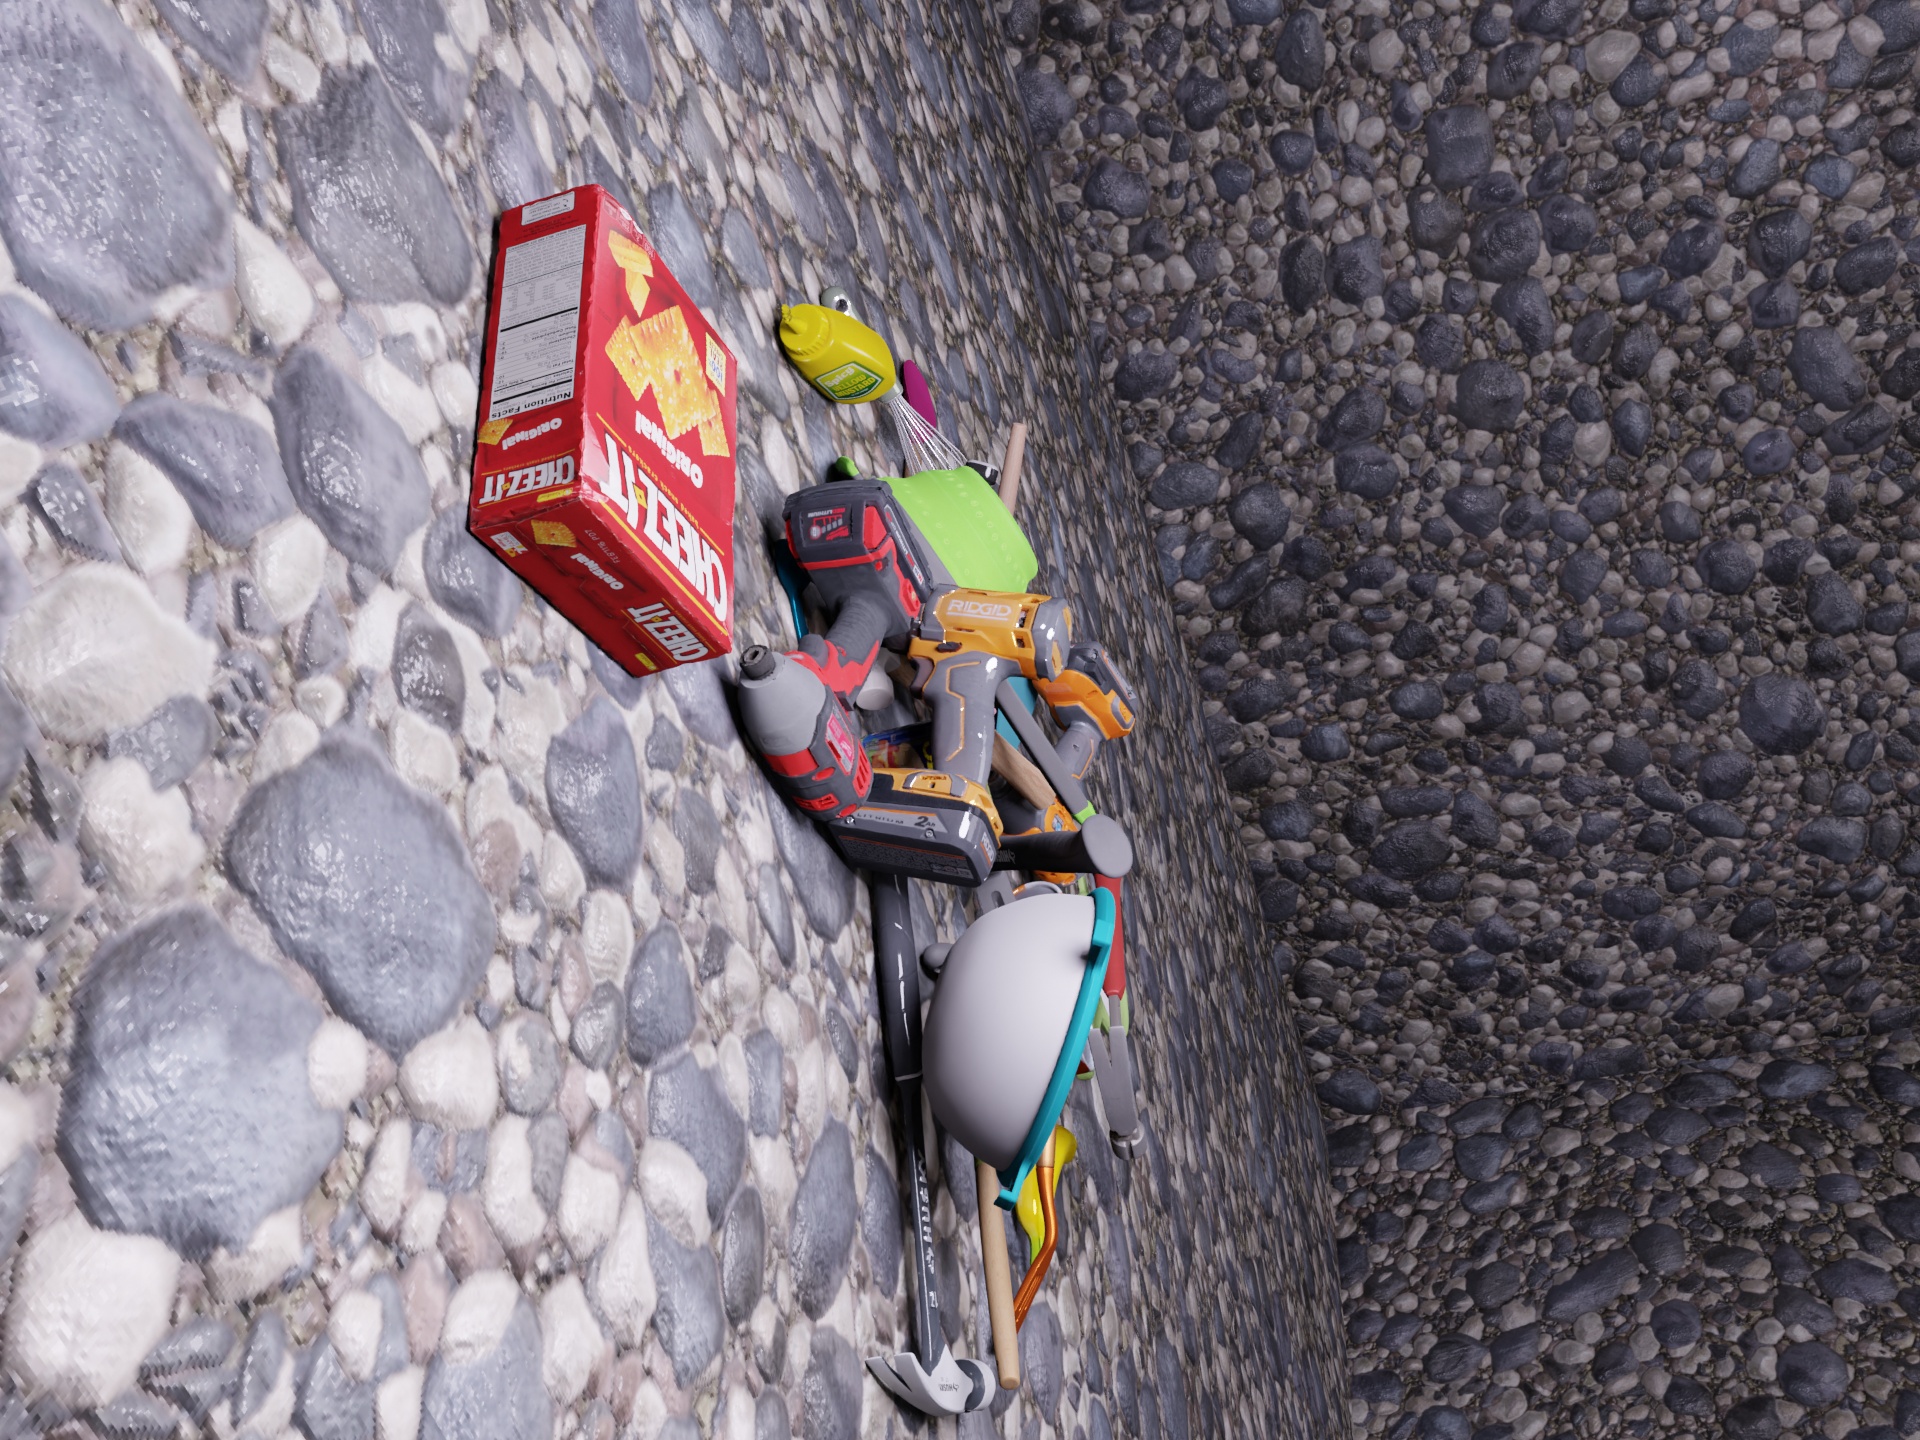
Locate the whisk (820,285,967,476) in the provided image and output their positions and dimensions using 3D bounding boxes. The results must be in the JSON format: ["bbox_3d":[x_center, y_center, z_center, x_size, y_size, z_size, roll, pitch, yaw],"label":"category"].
[{"bbox_3d":[-0.060,-0.295,1.471,0.246,0.058,0.059,57,-10,-31],"label":"whisk"}]

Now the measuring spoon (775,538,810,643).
[{"bbox_3d":[-0.109,-0.073,1.168,0.042,0.021,0.128,-14,90,-75],"label":"measuring spoon"}]

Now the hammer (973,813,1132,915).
[{"bbox_3d":[0.061,0.109,1.246,0.335,0.035,0.146,163,-90,-73],"label":"hammer"}]

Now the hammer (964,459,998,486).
[{"bbox_3d":[0.017,-0.167,1.583,0.337,0.034,0.127,15,92,-84],"label":"hammer"}]

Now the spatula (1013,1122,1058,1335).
[{"bbox_3d":[0.059,0.329,1.261,0.081,0.041,0.323,60,32,-68],"label":"spatula"}]

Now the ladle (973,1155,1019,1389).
[{"bbox_3d":[0.032,0.342,1.141,0.320,0.062,0.078,-98,-163,-61],"label":"ladle"}]

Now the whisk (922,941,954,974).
[{"bbox_3d":[0.023,0.213,1.350,0.238,0.055,0.055,33,46,-63],"label":"whisk"}]

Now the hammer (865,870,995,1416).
[{"bbox_3d":[-0.037,0.264,1.112,0.149,0.036,0.409,46,33,-60],"label":"hammer"}]

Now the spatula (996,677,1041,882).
[{"bbox_3d":[0.080,0.107,1.651,0.082,0.044,0.317,-11,89,-58],"label":"spatula"}]

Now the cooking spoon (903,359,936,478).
[{"bbox_3d":[-0.047,-0.250,1.555,0.068,0.017,0.319,54,26,-40],"label":"cooking spoon"}]

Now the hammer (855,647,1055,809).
[{"bbox_3d":[-0.002,-0.004,1.382,0.331,0.031,0.130,42,32,-49],"label":"hammer"}]

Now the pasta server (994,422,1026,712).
[{"bbox_3d":[0.034,-0.117,1.474,0.060,0.040,0.316,-71,172,-72],"label":"pasta server"}]

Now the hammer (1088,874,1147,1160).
[{"bbox_3d":[0.139,0.224,1.475,0.359,0.037,0.149,-85,165,-58],"label":"hammer"}]

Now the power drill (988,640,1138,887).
[{"bbox_3d":[0.094,0.032,1.597,0.164,0.084,0.227,49,50,-40],"label":"power drill"}]

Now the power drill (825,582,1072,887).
[{"bbox_3d":[-0.032,-0.004,1.163,0.084,0.185,0.226,69,34,-56],"label":"power drill"}]

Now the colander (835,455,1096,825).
[{"bbox_3d":[0.043,-0.078,1.345,0.397,0.094,0.204,56,-2,-13],"label":"colander"}]

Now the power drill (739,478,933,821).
[{"bbox_3d":[-0.091,-0.056,1.084,0.143,0.078,0.220,62,31,-44],"label":"power drill"}]

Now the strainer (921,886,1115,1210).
[{"bbox_3d":[0.025,0.196,1.146,0.340,0.095,0.211,-112,-139,-86],"label":"strainer"}]

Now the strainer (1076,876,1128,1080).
[{"bbox_3d":[0.107,0.273,1.546,0.256,0.069,0.151,-69,140,-65],"label":"strainer"}]
